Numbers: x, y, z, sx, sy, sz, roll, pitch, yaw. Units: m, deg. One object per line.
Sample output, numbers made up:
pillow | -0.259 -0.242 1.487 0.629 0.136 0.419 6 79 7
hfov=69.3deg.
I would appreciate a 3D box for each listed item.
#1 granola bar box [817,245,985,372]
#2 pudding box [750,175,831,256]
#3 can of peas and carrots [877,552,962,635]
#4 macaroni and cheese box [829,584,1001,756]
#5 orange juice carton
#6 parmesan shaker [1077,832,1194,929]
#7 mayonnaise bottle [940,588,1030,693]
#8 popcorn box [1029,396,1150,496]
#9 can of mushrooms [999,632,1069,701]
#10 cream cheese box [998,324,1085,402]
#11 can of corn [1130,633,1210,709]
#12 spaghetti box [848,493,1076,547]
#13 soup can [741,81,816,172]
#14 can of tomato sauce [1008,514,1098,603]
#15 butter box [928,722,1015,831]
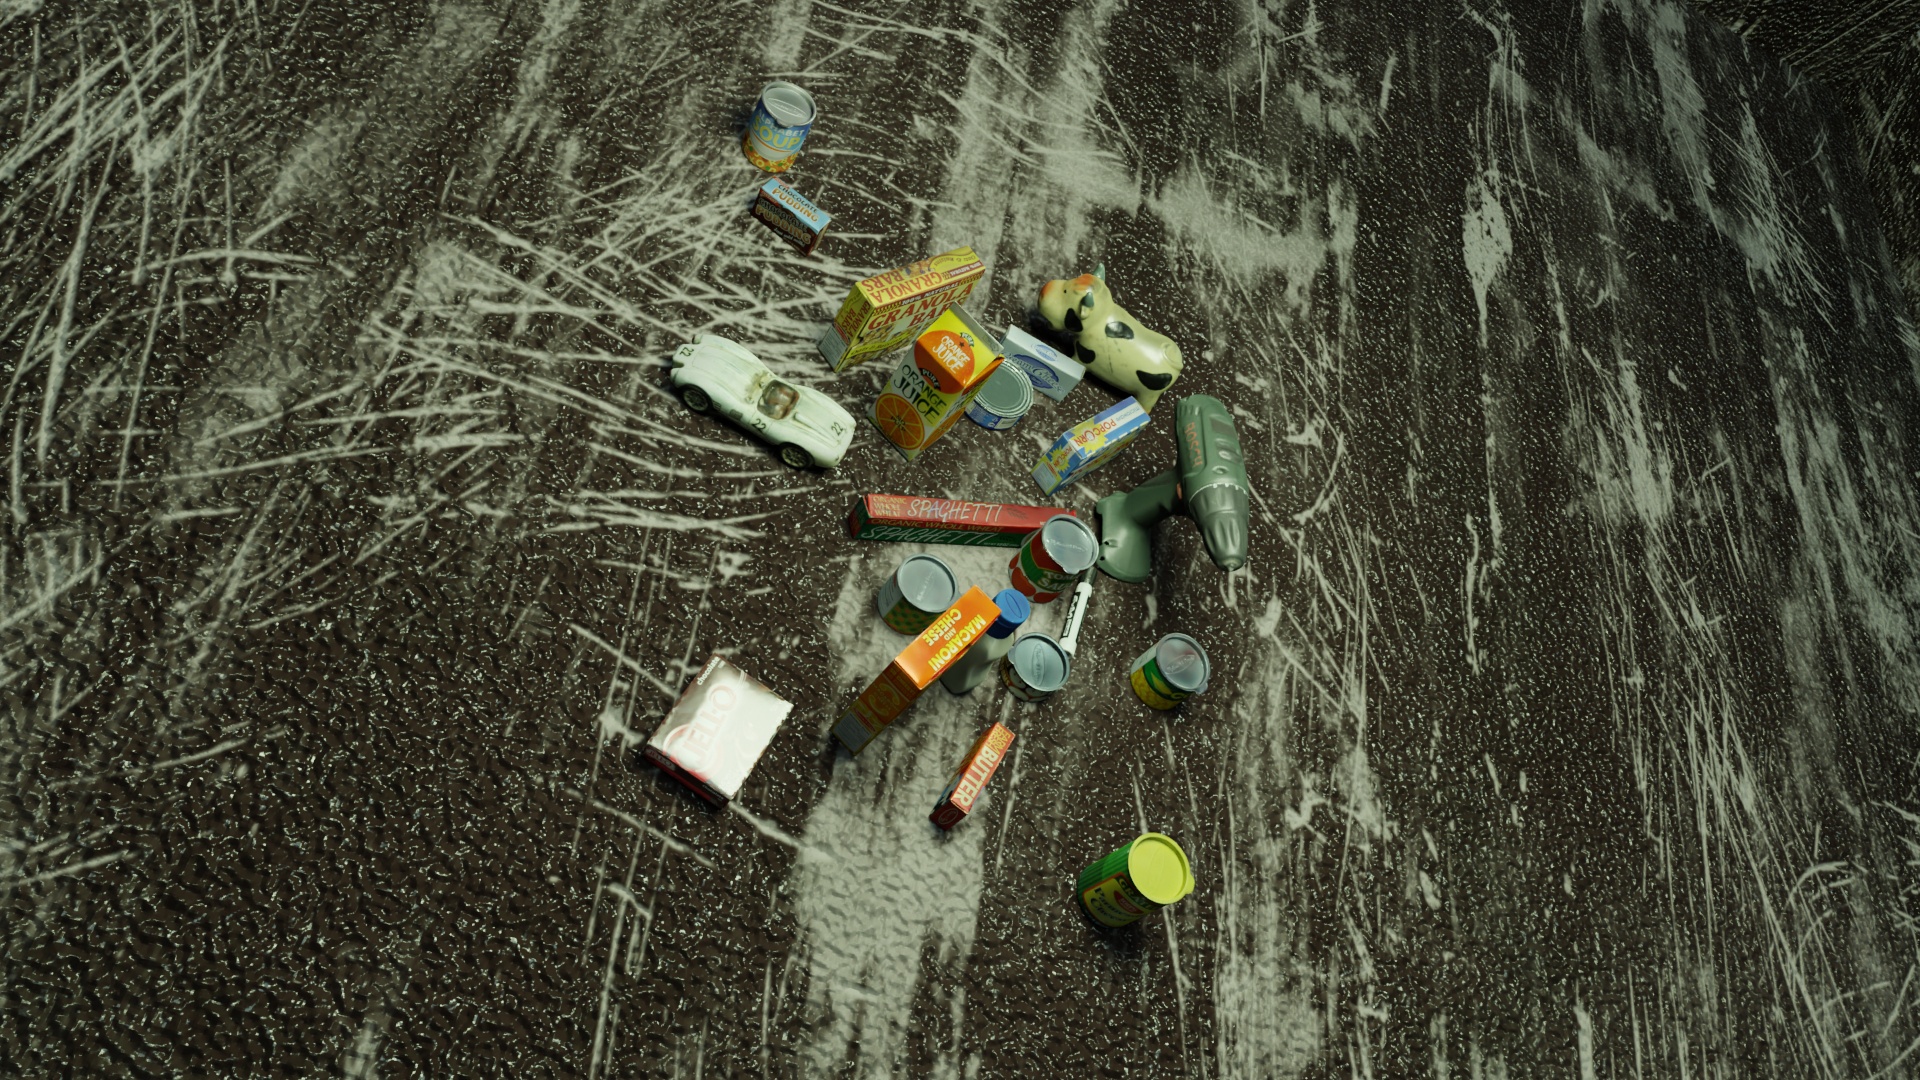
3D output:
granola bar box | -0.064 -0.255 1.534 0.166 0.123 0.039 -27 77 -36
pudding box | -0.193 -0.370 1.582 0.084 0.049 0.030 38 52 -3
can of peas and carrots | -0.041 0.056 1.401 0.071 0.058 0.071 13 57 -21
macaroni and cheese box | -0.042 0.122 1.291 0.040 0.165 0.124 46 52 3
orange juice carton | -0.020 -0.172 1.463 0.072 0.191 0.073 47 52 4
parmesan shaker | 0.165 0.326 1.318 0.071 0.102 0.071 13 57 -21
mayonnaise bottle | 0.020 0.095 1.352 0.041 0.147 0.065 -19 72 -35
popcorn box | 0.148 -0.108 1.581 0.127 0.084 0.038 -30 79 -37
can of mushrooms | 0.074 0.130 1.432 0.071 0.033 0.071 13 57 -21
cream cheese box | 0.089 -0.207 1.630 0.104 0.053 0.024 29 53 -10
can of corn | 0.225 0.143 1.488 0.071 0.058 0.071 13 57 -21
spaghetti box | 0.005 -0.018 1.475 0.250 0.050 0.029 3 61 -26
soup can | -0.213 -0.478 1.616 0.071 0.083 0.071 13 57 -21
can of tomato sauce | 0.098 0.022 1.478 0.071 0.082 0.071 13 57 -21
butter box | 0.011 0.225 1.330 0.024 0.053 0.104 38 52 -3
